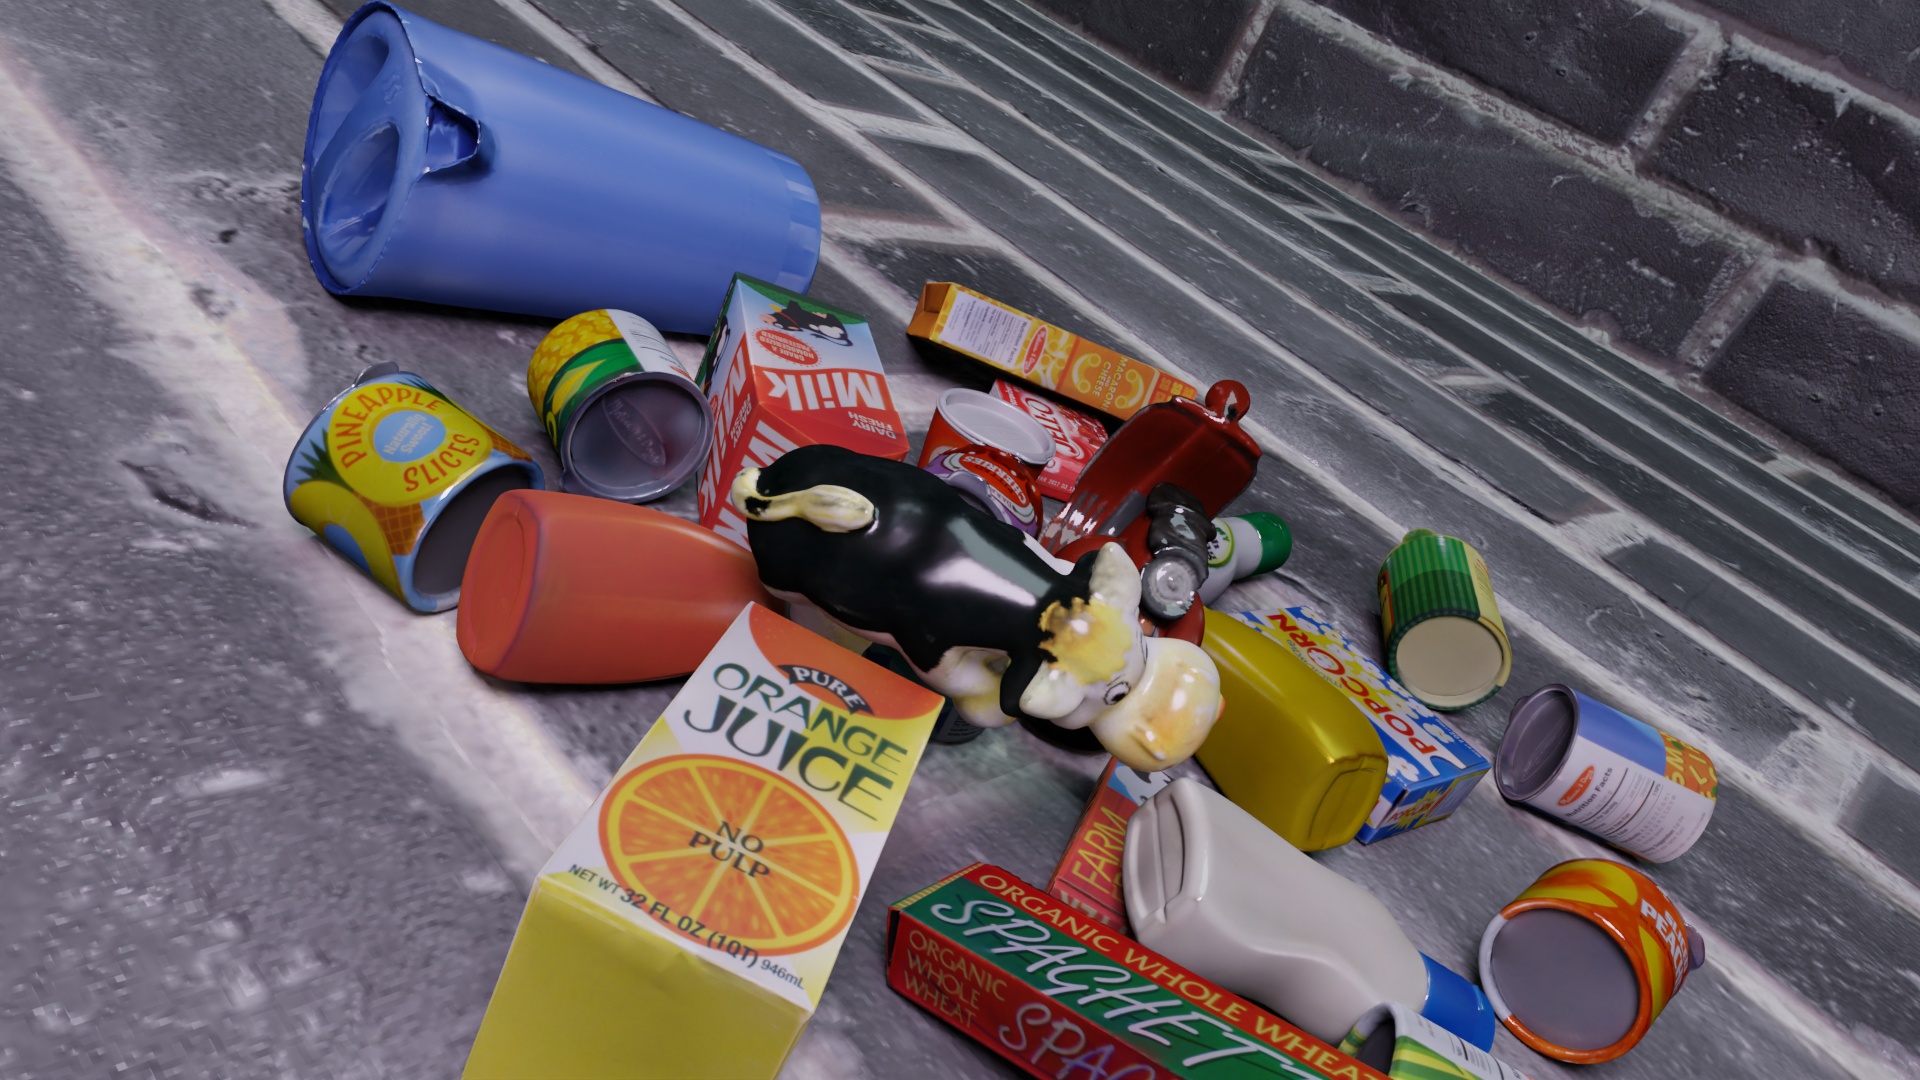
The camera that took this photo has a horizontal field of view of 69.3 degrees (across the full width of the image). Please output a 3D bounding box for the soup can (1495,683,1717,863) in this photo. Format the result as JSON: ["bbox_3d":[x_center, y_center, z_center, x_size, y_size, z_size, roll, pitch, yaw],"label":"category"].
[{"bbox_3d":[0.334,0.120,0.723,0.084,0.071,0.072,25,25,-5],"label":"soup can"}]

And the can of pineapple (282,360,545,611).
[{"bbox_3d":[-0.190,-0.018,0.486,0.058,0.070,0.071,33,26,13],"label":"can of pineapple"}]

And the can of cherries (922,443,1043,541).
[{"bbox_3d":[0.002,-0.008,0.644,0.071,0.071,0.058,30,25,6],"label":"can of cherries"}]

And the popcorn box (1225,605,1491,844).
[{"bbox_3d":[0.182,0.085,0.678,0.085,0.038,0.127,0,36,-45],"label":"popcorn box"}]

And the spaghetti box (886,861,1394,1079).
[{"bbox_3d":[0.087,0.158,0.381,0.250,0.028,0.050,21,19,33],"label":"spaghetti box"}]

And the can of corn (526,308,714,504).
[{"bbox_3d":[-0.151,-0.057,0.604,0.071,0.071,0.058,5,32,-38],"label":"can of corn"}]

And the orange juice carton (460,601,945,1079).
[{"bbox_3d":[-0.061,0.084,0.413,0.072,0.072,0.193,27,25,0],"label":"orange juice carton"}]

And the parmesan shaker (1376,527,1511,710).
[{"bbox_3d":[0.278,0.044,0.808,0.071,0.071,0.103,27,26,1],"label":"parmesan shaker"}]

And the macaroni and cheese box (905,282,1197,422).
[{"bbox_3d":[0.055,-0.117,0.890,0.166,0.040,0.124,21,7,-12],"label":"macaroni and cheese box"}]

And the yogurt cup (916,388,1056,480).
[{"bbox_3d":[0.009,-0.041,0.731,0.072,0.053,0.073,22,26,-11],"label":"yogurt cup"}]

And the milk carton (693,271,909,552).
[{"bbox_3d":[-0.077,-0.049,0.644,0.073,0.072,0.191,16,28,-22],"label":"milk carton"}]

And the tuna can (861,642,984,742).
[{"bbox_3d":[-0.013,0.048,0.569,0.071,0.032,0.071,22,26,-11],"label":"tuna can"}]

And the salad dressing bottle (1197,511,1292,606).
[{"bbox_3d":[0.134,0.007,0.771,0.064,0.043,0.148,42,29,29],"label":"salad dressing bottle"}]

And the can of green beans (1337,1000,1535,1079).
[{"bbox_3d":[0.143,0.185,0.424,0.058,0.071,0.071,29,25,6],"label":"can of green beans"}]

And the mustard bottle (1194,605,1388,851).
[{"bbox_3d":[0.125,0.069,0.627,0.049,0.065,0.161,4,28,-29],"label":"mustard bottle"}]

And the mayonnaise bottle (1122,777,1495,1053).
[{"bbox_3d":[0.122,0.141,0.480,0.148,0.041,0.065,34,31,-20],"label":"mayonnaise bottle"}]

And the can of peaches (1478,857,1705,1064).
[{"bbox_3d":[0.251,0.167,0.554,0.058,0.071,0.071,-8,42,-49],"label":"can of peaches"}]

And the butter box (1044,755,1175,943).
[{"bbox_3d":[0.066,0.120,0.518,0.053,0.024,0.104,31,26,7],"label":"butter box"}]

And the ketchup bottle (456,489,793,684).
[{"bbox_3d":[-0.103,0.022,0.506,0.043,0.064,0.149,27,11,40],"label":"ketchup bottle"}]
